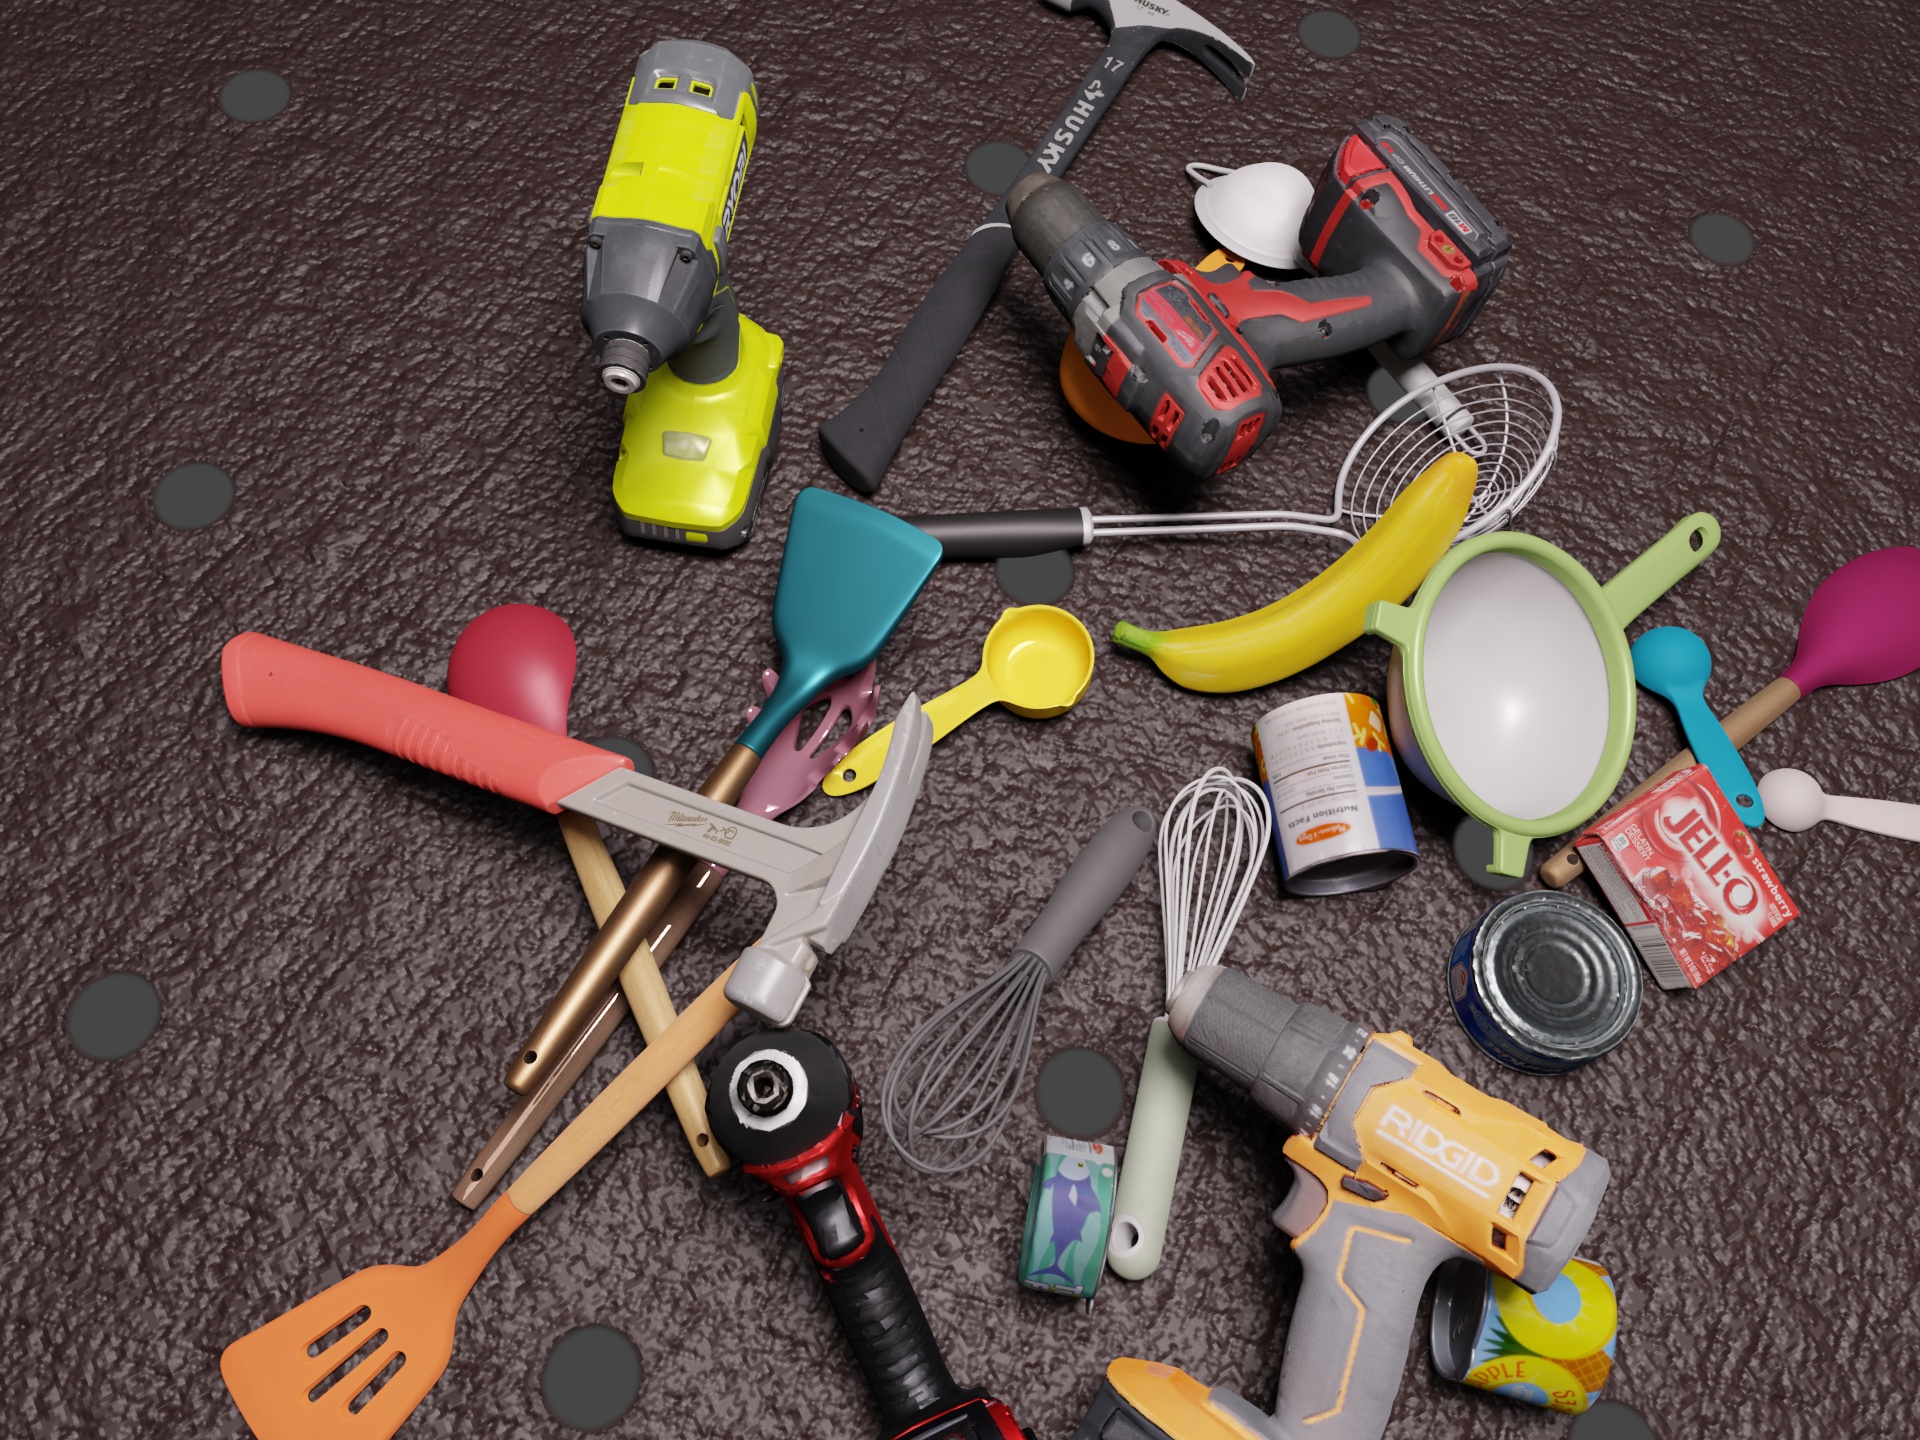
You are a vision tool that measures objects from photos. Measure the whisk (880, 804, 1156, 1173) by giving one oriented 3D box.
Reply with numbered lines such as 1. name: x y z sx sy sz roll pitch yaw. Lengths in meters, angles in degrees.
1. whisk: 0.036 0.112 0.721 0.055 0.055 0.239 33 47 10

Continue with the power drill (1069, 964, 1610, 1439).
1. power drill: 0.128 0.228 0.653 0.185 0.084 0.226 30 87 21

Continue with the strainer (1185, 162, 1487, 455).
1. strainer: 0.223 -0.253 0.929 0.087 0.050 0.258 -28 74 -30

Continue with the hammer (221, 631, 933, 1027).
1. hammer: -0.194 0.011 0.725 0.359 0.036 0.149 17 68 23

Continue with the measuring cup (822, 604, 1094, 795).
1. measuring cup: -0.001 -0.003 0.817 0.156 0.029 0.062 -32 71 -4

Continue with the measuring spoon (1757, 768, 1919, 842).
1. measuring spoon: 0.478 0.047 0.826 0.124 0.018 0.034 10 66 0

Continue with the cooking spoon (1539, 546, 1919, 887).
1. cooking spoon: 0.423 -0.003 0.844 0.319 0.017 0.069 -33 70 -17

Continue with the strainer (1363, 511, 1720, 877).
1. strainer: 0.301 -0.041 0.825 0.256 0.069 0.151 -33 99 -28

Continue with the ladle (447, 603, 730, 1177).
1. ladle: -0.173 0.067 0.744 0.069 0.031 0.316 -28 67 -1

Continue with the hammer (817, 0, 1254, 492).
1. hammer: 0.035 -0.295 0.937 0.149 0.036 0.409 27 68 7

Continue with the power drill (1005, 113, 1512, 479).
1. power drill: 0.151 -0.239 0.835 0.226 0.080 0.188 -28 71 -22

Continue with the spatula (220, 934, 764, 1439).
1. spatula: -0.174 0.190 0.677 0.322 0.041 0.081 -45 75 2

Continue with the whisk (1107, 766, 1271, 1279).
1. whisk: 0.104 0.137 0.750 0.058 0.059 0.246 0 66 35

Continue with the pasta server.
1. pasta server: -0.137 0.090 0.755 0.060 0.040 0.316 28 68 18

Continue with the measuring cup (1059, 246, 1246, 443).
1. measuring cup: 0.119 -0.217 0.905 0.095 0.052 0.174 32 47 10

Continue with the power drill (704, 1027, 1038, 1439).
1. power drill: -0.039 0.229 0.645 0.078 0.143 0.220 -24 72 -8

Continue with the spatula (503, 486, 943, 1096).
1. spatula: -0.115 0.029 0.731 0.082 0.044 0.318 25 64 14

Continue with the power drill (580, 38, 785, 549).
1. power drill: -0.136 -0.184 0.772 0.080 0.223 0.171 9 66 0

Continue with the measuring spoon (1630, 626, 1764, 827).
1. measuring spoon: 0.385 -0.002 0.821 0.042 0.021 0.129 -10 52 1

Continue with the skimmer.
1. skimmer: 0.127 -0.130 0.840 0.363 0.090 0.127 -3 42 -4
